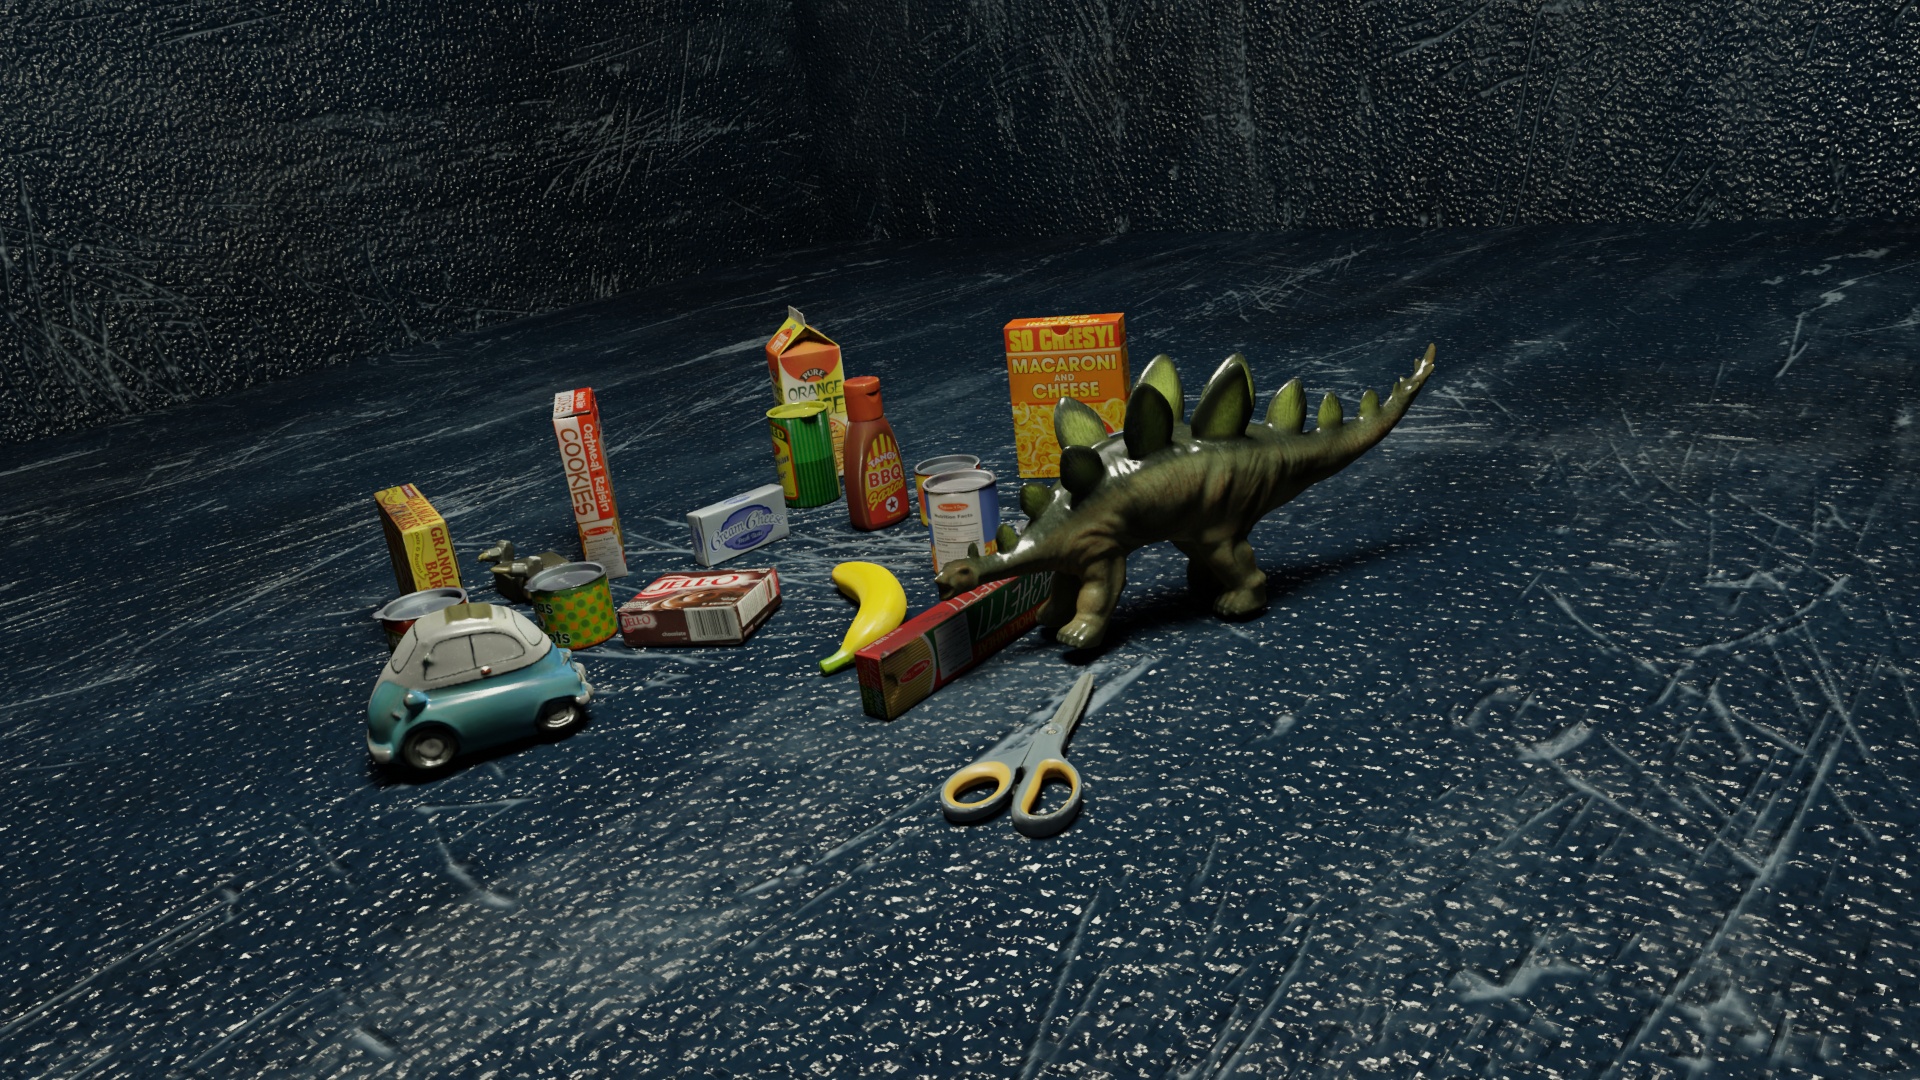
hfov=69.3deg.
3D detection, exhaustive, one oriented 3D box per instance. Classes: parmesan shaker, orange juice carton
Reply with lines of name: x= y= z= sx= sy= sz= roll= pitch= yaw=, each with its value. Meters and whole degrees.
parmesan shaker: x=-0.167 y=-0.092 z=1.495 sx=0.071 sy=0.102 sz=0.071 roll=-7 pitch=19 yaw=2
orange juice carton: x=-0.172 y=-0.168 z=1.578 sx=0.073 sy=0.192 sz=0.072 roll=-13 pitch=19 yaw=-15

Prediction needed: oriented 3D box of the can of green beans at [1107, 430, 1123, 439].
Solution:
can of green beans: x=0.178 y=-0.076 z=1.392 sx=0.071 sy=0.057 sz=0.071 roll=-7 pitch=19 yaw=2

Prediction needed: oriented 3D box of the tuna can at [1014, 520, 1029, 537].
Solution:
tuna can: x=0.082 y=0.003 z=1.239 sx=0.071 sy=0.032 sz=0.071 roll=-7 pitch=19 yaw=2

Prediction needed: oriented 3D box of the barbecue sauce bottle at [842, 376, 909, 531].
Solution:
barbecue sauce bottle: x=-0.089 y=-0.088 z=1.385 sx=0.065 sy=0.148 sz=0.043 roll=-23 pitch=24 yaw=-38

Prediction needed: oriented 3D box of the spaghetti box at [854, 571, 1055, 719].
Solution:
spaghetti box: x=0.013 y=0.062 z=1.067 sx=0.028 sy=0.050 sz=0.251 roll=8 pitch=24 yaw=38

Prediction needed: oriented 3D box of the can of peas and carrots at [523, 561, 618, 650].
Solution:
can of peas and carrots: x=-0.335 y=0.057 z=1.196 sx=0.071 sy=0.058 sz=0.071 roll=-7 pitch=19 yaw=2

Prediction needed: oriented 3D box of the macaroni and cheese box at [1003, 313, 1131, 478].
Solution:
macaroni and cheese box: x=0.117 y=-0.150 z=1.462 sx=0.124 sy=0.165 sz=0.040 roll=-1 pitch=20 yaw=18

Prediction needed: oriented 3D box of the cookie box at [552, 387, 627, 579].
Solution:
cookie box: x=-0.364 y=-0.057 z=1.371 sx=0.040 sy=0.166 sz=0.123 roll=-12 pitch=19 yaw=-12

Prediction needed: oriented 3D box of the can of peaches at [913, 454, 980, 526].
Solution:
can of peaches: x=-0.009 y=-0.049 z=1.381 sx=0.071 sy=0.058 sz=0.071 roll=-7 pitch=19 yaw=2

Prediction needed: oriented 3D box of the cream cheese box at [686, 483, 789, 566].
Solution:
cream cheese box: x=-0.217 y=-0.016 z=1.370 sx=0.104 sy=0.053 sz=0.024 roll=-24 pitch=25 yaw=-39

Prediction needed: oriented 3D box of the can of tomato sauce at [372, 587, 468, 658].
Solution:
can of tomato sauce: x=-0.418 y=0.088 z=1.102 sx=0.071 sy=0.082 sz=0.071 roll=-7 pitch=19 yaw=2

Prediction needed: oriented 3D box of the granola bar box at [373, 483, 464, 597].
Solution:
granola bar box: x=-0.476 y=0.027 z=1.236 sx=0.039 sy=0.123 sz=0.166 roll=-17 pitch=21 yaw=-26

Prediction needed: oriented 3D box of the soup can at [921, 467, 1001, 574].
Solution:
soup can: x=0.004 y=-0.016 z=1.242 sx=0.071 sy=0.083 sz=0.071 roll=-7 pitch=19 yaw=2
